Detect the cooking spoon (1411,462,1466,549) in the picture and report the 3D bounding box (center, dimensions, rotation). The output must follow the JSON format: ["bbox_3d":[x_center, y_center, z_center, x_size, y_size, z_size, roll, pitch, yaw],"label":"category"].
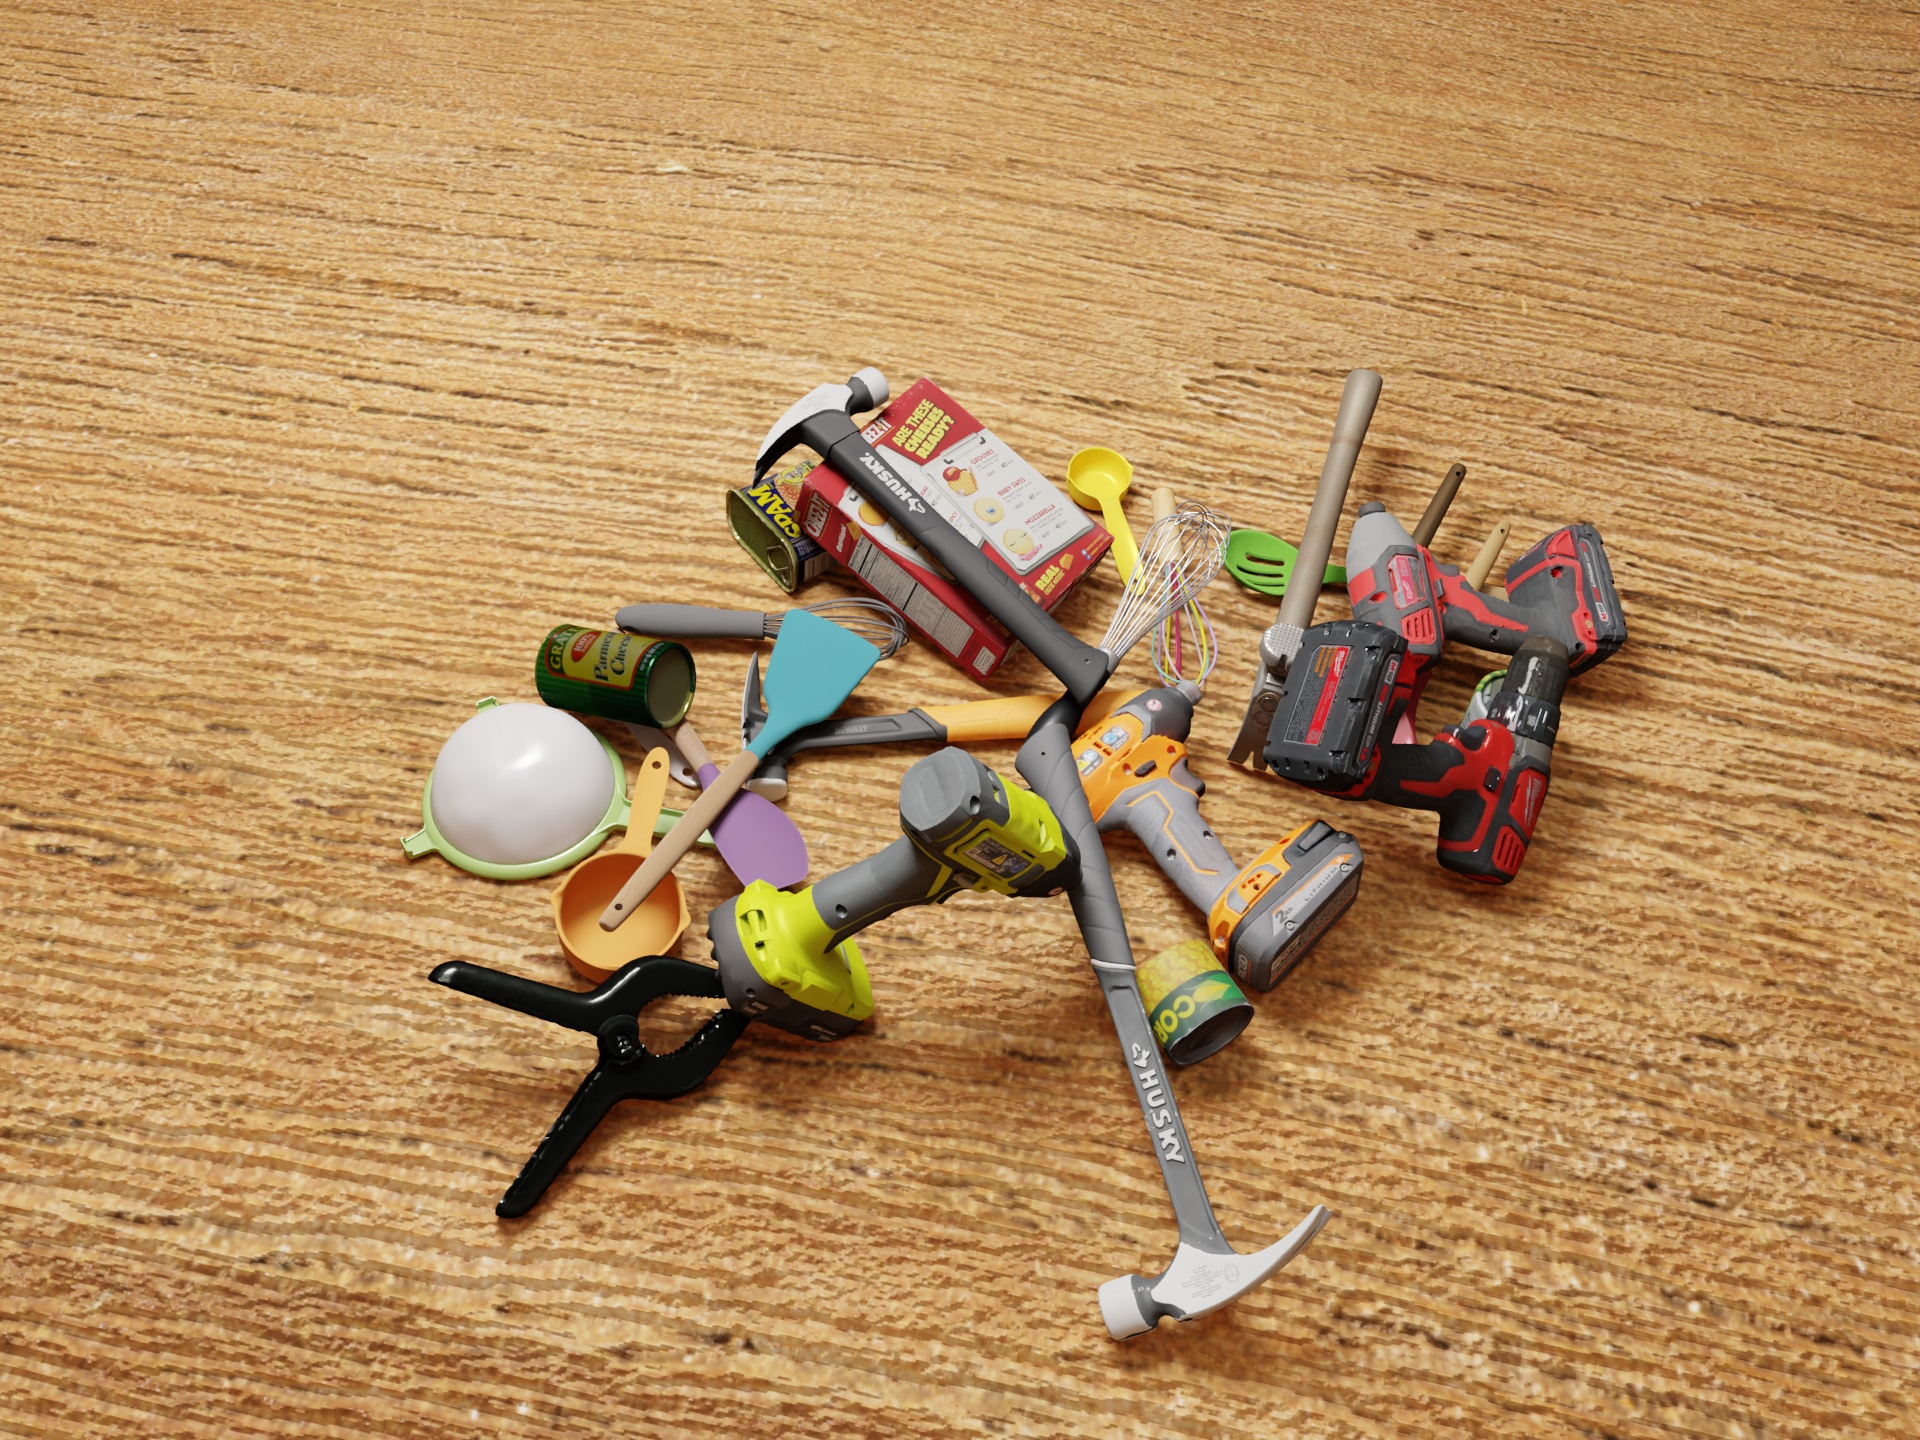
[{"bbox_3d":[0.357,-0.102,1.325,0.069,0.017,0.319,33,65,3],"label":"cooking spoon"}]

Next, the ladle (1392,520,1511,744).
[{"bbox_3d":[0.387,-0.060,1.298,0.069,0.031,0.315,37,61,1],"label":"ladle"}]

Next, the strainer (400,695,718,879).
[{"bbox_3d":[-0.274,0.049,1.164,0.256,0.069,0.152,11,52,8],"label":"strainer"}]

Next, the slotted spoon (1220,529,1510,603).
[{"bbox_3d":[0.375,-0.116,1.358,0.314,0.031,0.070,9,52,1],"label":"slotted spoon"}]

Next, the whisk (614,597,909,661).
[{"bbox_3d":[-0.160,-0.076,1.280,0.239,0.055,0.055,3,51,1],"label":"whisk"}]

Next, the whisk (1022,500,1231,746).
[{"bbox_3d":[0.129,-0.068,1.241,0.070,0.070,0.285,28,64,18],"label":"whisk"}]

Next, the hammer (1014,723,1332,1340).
[{"bbox_3d":[0.110,0.177,1.042,0.149,0.036,0.409,-24,58,13],"label":"hammer"}]

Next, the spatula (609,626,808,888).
[{"bbox_3d":[-0.199,0.021,1.196,0.059,0.018,0.316,-18,46,-27],"label":"spatula"}]

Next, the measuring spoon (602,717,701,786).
[{"bbox_3d":[-0.240,0.009,1.229,0.034,0.018,0.124,-35,61,-27],"label":"measuring spoon"}]

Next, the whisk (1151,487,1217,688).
[{"bbox_3d":[0.177,-0.111,1.337,0.051,0.047,0.245,1,47,-1],"label":"whisk"}]

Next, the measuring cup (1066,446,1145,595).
[{"bbox_3d":[0.133,-0.170,1.395,0.062,0.029,0.157,-9,64,-10],"label":"measuring cup"}]

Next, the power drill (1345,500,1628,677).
[{"bbox_3d":[0.409,-0.104,1.270,0.219,0.078,0.143,1,68,-20],"label":"power drill"}]

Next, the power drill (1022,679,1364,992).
[{"bbox_3d":[0.178,0.071,1.154,0.164,0.084,0.227,-42,61,-18],"label":"power drill"}]

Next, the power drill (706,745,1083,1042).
[{"bbox_3d":[-0.037,0.118,1.032,0.223,0.171,0.080,-33,52,18],"label":"power drill"}]

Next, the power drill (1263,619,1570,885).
[{"bbox_3d":[0.341,0.000,1.135,0.226,0.080,0.188,23,84,-28],"label":"power drill"}]

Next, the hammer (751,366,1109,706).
[{"bbox_3d":[-0.015,-0.133,1.215,0.146,0.035,0.335,-36,73,-30],"label":"hammer"}]

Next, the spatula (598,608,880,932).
[{"bbox_3d":[-0.164,0.034,1.139,0.082,0.044,0.318,27,45,9],"label":"spatula"}]

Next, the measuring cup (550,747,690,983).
[{"bbox_3d":[-0.230,0.104,1.121,0.095,0.052,0.174,11,58,-5],"label":"measuring cup"}]

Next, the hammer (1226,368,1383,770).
[{"bbox_3d":[0.291,-0.145,1.304,0.038,0.146,0.411,18,51,9],"label":"hammer"}]

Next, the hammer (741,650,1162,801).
[{"bbox_3d":[-0.002,-0.004,1.244,0.337,0.034,0.127,-3,53,-6],"label":"hammer"}]
